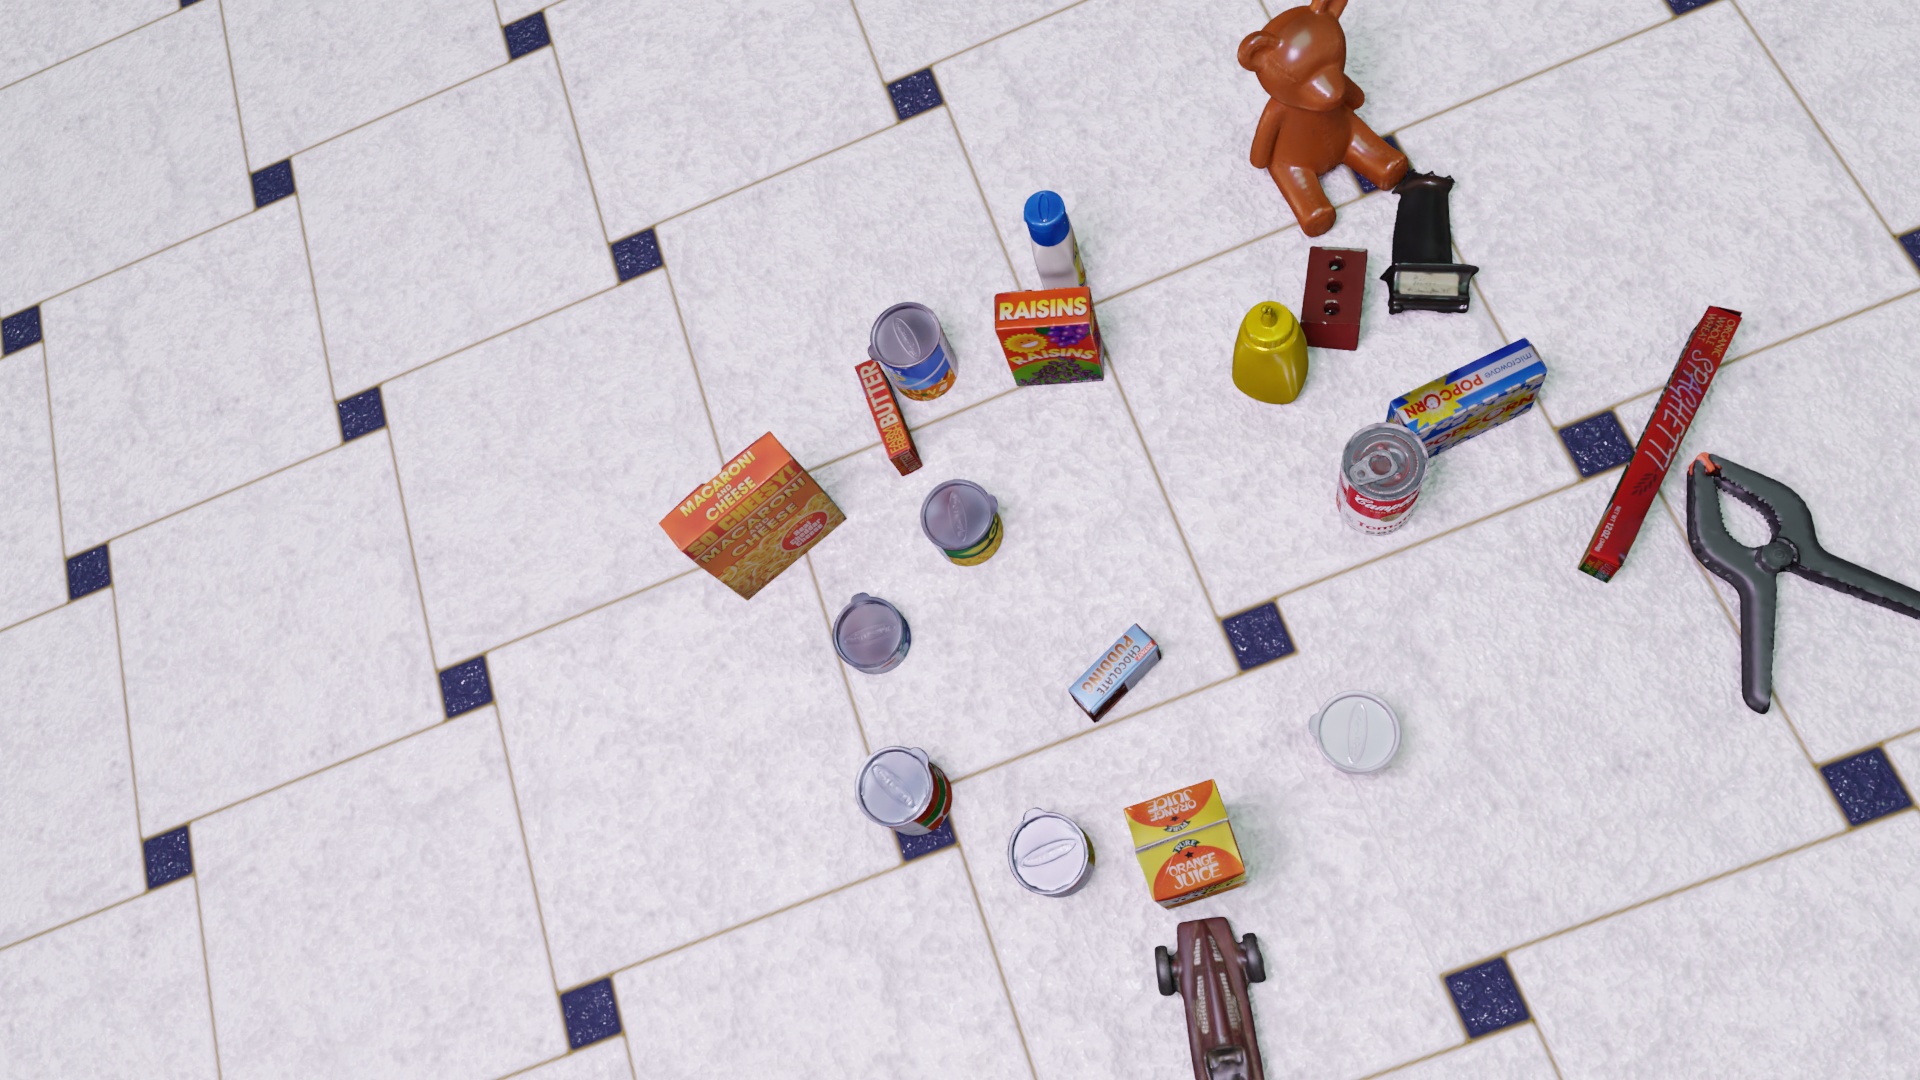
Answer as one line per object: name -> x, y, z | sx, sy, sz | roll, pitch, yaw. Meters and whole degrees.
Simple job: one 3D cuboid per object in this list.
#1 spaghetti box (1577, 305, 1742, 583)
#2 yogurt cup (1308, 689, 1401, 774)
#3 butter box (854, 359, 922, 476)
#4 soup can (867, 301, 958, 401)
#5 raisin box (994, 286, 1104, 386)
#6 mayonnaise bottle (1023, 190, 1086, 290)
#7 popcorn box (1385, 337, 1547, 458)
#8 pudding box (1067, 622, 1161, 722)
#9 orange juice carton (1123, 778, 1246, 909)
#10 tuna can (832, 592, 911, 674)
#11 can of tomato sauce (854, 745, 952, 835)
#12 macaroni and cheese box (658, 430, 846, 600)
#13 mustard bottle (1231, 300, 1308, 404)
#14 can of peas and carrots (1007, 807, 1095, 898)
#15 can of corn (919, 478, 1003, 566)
spaghetti box -> 0.582, -0.082, 1.157 | 0.029, 0.050, 0.250 | 27, 79, 18
yogurt cup -> 0.322, 0.160, 1.131 | 0.072, 0.054, 0.072 | -3, 72, 11
butter box -> -0.067, -0.115, 1.302 | 0.024, 0.053, 0.104 | -23, 69, 4
soup can -> -0.044, -0.174, 1.300 | 0.071, 0.083, 0.071 | -3, 72, 11
raisin box -> 0.082, -0.183, 1.255 | 0.086, 0.123, 0.040 | -2, 73, 11
mayonnaise bottle -> 0.087, -0.266, 1.267 | 0.041, 0.147, 0.065 | -5, 72, 10
popcorn box -> 0.427, -0.114, 1.181 | 0.127, 0.085, 0.038 | -26, 69, 3
pudding box -> 0.133, 0.114, 1.187 | 0.084, 0.049, 0.030 | -45, 70, -4
orange juice carton -> 0.174, 0.234, 1.063 | 0.072, 0.192, 0.073 | -19, 70, 6
tuna can -> -0.080, 0.084, 1.251 | 0.071, 0.032, 0.071 | -3, 72, 11
can of tomato sauce -> -0.046, 0.211, 1.175 | 0.071, 0.083, 0.071 | -3, 72, 11
macaroni and cheese box -> -0.181, -0.018, 1.234 | 0.124, 0.166, 0.040 | -40, 69, -2
mustard bottle -> 0.266, -0.167, 1.191 | 0.065, 0.160, 0.049 | 17, 77, 16
can of peas and carrots -> 0.075, 0.258, 1.148 | 0.071, 0.058, 0.071 | -3, 72, 11
can of corn -> 0.004, -0.016, 1.252 | 0.071, 0.058, 0.071 | -3, 72, 11
